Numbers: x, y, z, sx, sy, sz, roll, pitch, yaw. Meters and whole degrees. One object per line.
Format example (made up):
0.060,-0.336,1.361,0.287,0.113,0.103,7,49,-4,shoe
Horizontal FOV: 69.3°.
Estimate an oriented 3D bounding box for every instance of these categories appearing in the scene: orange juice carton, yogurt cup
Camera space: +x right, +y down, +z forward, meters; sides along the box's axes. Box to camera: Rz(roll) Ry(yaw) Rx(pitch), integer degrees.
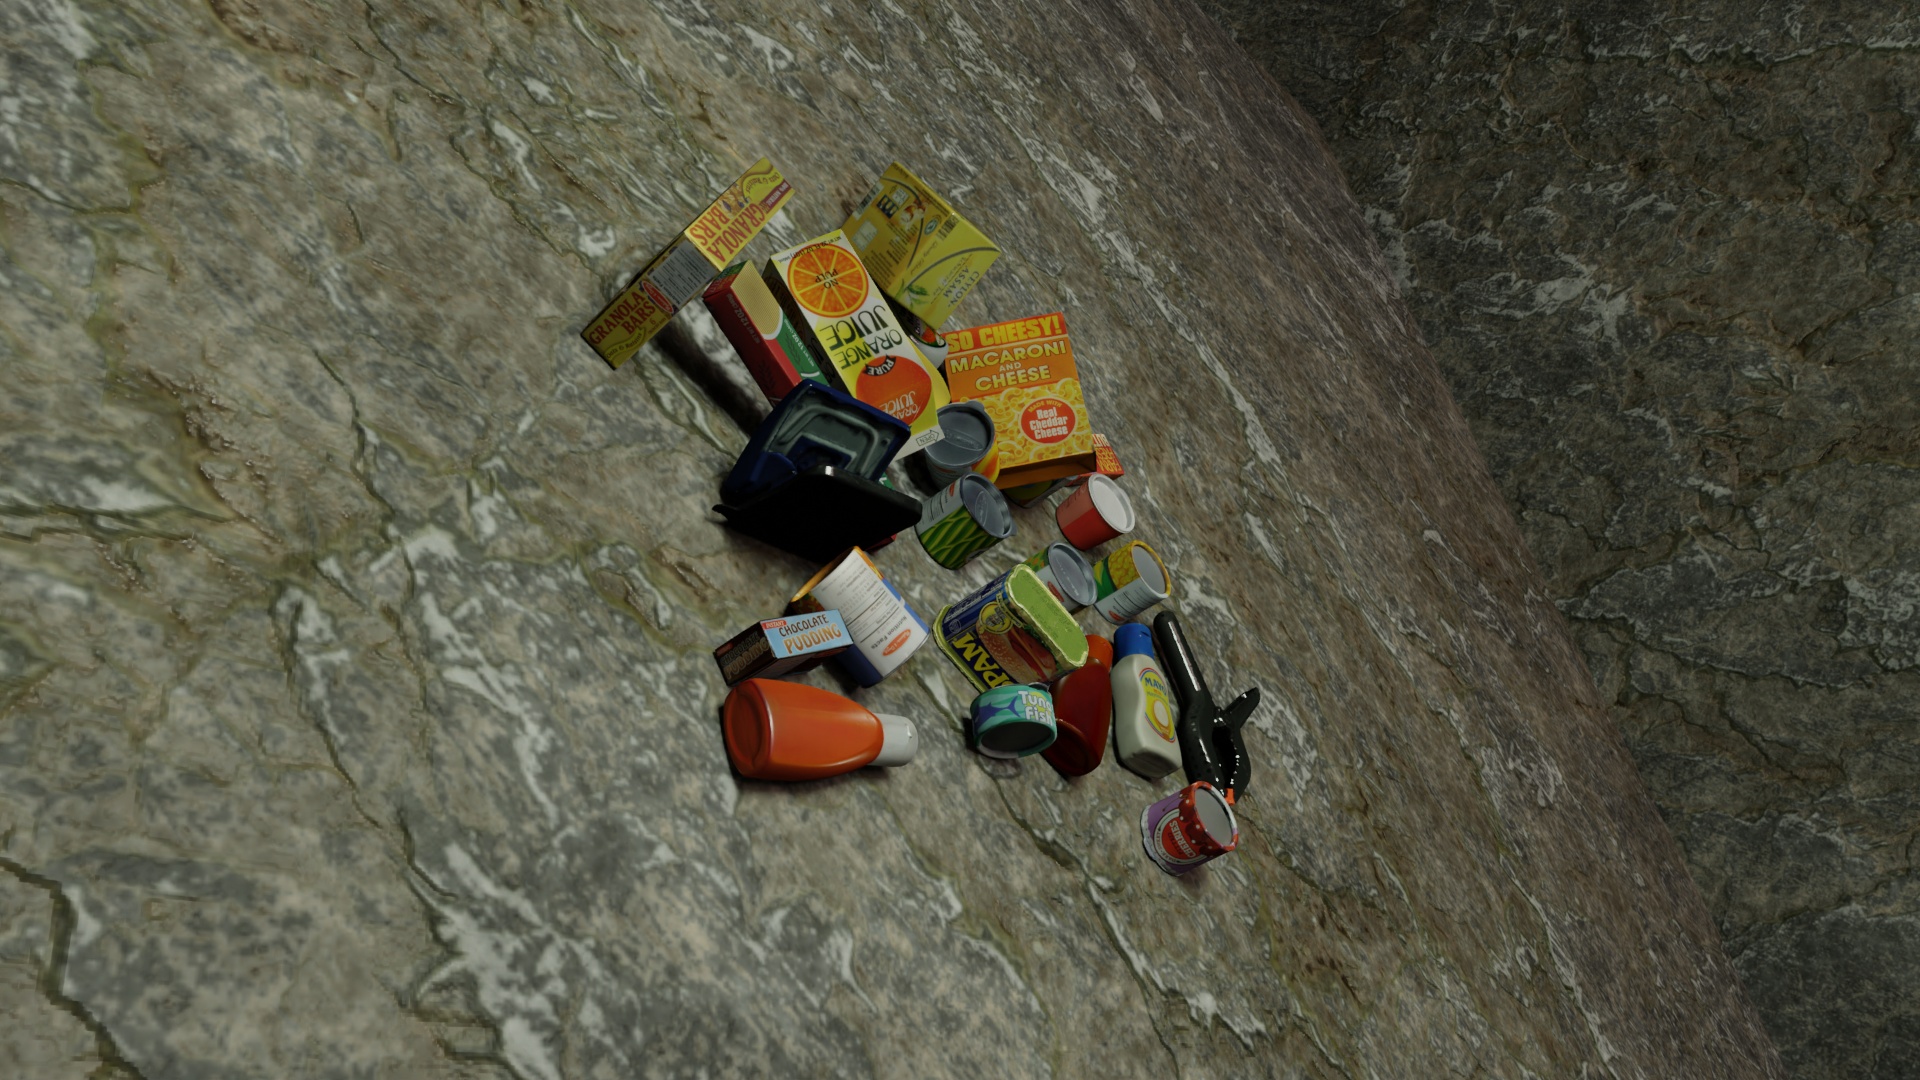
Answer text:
-0.090,-0.153,1.160,0.072,0.072,0.193,-28,83,-25,orange juice carton
0.133,-0.026,1.397,0.072,0.053,0.073,35,36,-31,yogurt cup

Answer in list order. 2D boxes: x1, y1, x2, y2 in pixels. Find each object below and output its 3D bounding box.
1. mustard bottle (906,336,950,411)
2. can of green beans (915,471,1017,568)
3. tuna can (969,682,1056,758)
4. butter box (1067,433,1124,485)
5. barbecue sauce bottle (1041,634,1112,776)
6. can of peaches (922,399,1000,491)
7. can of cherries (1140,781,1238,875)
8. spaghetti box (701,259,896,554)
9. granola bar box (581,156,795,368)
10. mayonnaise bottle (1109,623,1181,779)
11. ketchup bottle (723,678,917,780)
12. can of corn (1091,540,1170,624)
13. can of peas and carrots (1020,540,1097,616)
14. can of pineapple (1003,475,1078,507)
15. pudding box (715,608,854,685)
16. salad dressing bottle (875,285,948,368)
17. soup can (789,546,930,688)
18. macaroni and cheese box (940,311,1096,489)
-0.077,-0.170,1.244,0.160,0.048,0.066,50,37,-9,mustard bottle
0.003,-0.017,1.199,0.071,0.057,0.071,36,35,-31,can of green beans
0.043,0.142,1.090,0.071,0.071,0.033,28,41,-39,tuna can
0.134,-0.087,1.486,0.104,0.024,0.053,-6,65,-57,butter box
0.105,0.137,1.210,0.065,0.043,0.149,48,30,-14,barbecue sauce bottle
0.002,-0.081,1.231,0.057,0.071,0.071,76,-2,-62,can of peaches
0.200,0.253,1.217,0.071,0.058,0.072,36,35,-31,can of cherries
-0.116,-0.100,1.078,0.249,0.028,0.050,58,27,-27,spaghetti box
-0.200,-0.210,1.033,0.039,0.124,0.166,46,31,-16,granola bar box
0.168,0.145,1.292,0.064,0.041,0.149,31,39,-33,mayonnaise bottle
-0.090,0.131,0.938,0.149,0.043,0.065,15,50,-48,ketchup bottle
0.165,0.039,1.375,0.071,0.058,0.071,36,36,-31,can of corn
0.081,0.042,1.253,0.071,0.058,0.071,36,35,-31,can of peas and carrots
0.072,-0.075,1.353,0.071,0.057,0.071,36,35,-31,can of pineapple
-0.119,0.073,0.947,0.084,0.049,0.030,-5,67,-56,pudding box
-0.077,-0.211,1.288,0.147,0.044,0.064,38,24,-27,salad dressing bottle
-0.074,0.056,1.015,0.083,0.071,0.072,50,31,-9,soup can
0.052,-0.131,1.314,0.040,0.124,0.167,79,1,-59,macaroni and cheese box
